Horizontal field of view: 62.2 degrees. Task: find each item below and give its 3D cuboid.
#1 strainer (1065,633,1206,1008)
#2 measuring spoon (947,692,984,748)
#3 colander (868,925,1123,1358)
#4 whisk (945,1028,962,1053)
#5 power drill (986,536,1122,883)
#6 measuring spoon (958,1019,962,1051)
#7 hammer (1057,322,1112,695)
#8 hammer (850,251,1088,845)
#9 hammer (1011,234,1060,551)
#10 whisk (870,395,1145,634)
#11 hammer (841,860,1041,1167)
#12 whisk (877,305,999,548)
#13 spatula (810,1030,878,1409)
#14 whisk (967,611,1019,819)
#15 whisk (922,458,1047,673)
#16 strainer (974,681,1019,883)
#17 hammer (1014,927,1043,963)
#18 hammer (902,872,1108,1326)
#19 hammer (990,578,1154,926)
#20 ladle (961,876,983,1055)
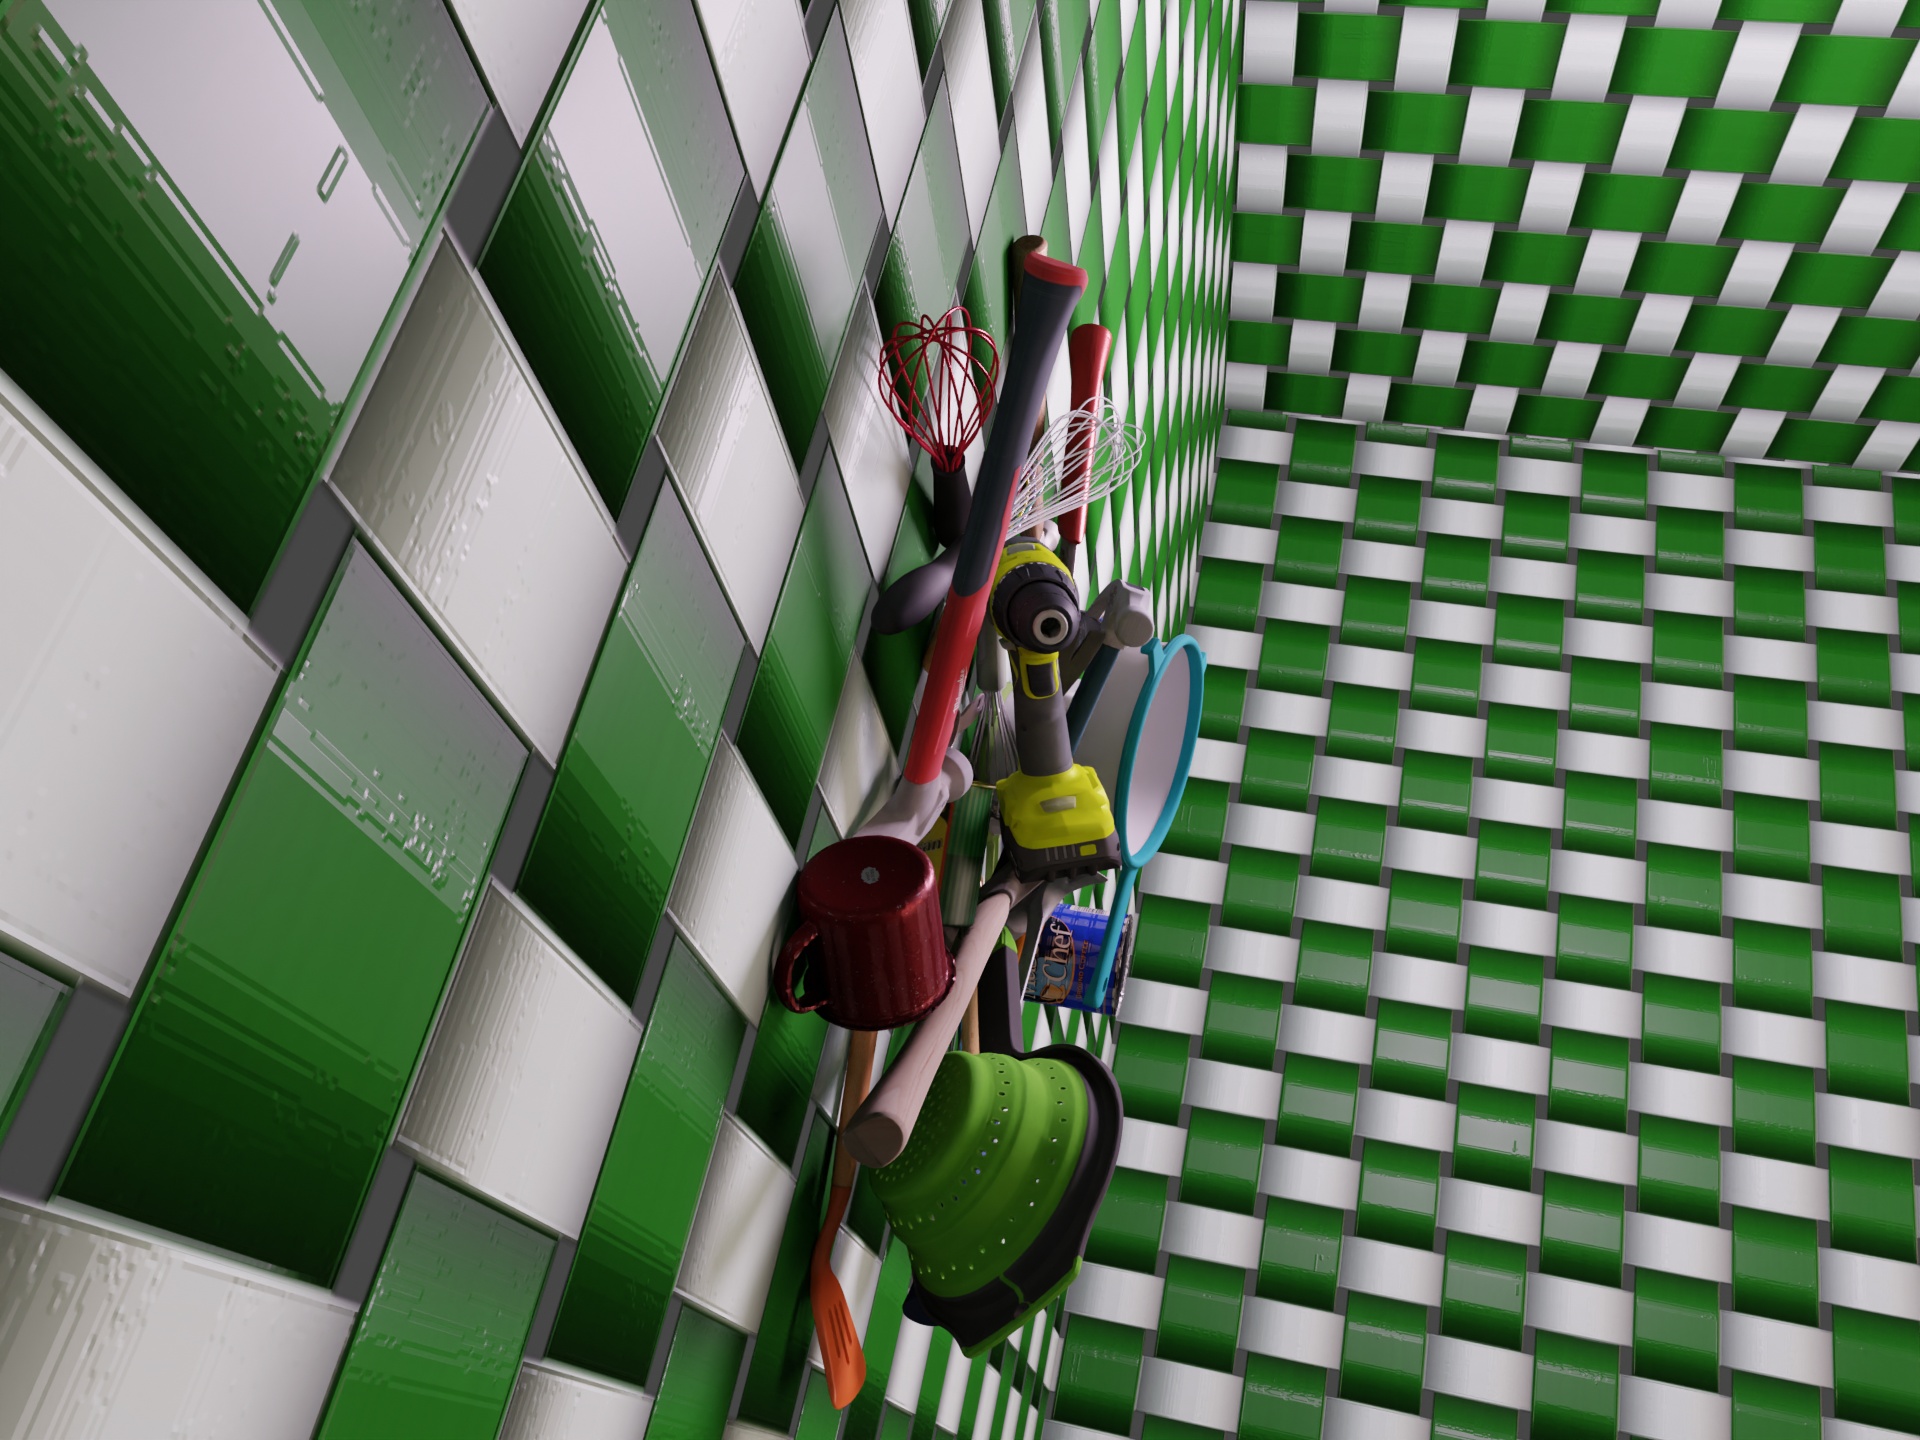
[{"bbox_3d":[0.125,0.081,1.416,0.211,0.095,0.340,4,100,-68],"label":"strainer"},{"bbox_3d":[-0.002,-0.004,1.257,0.124,0.018,0.034,-43,145,-70],"label":"measuring spoon"},{"bbox_3d":[0.004,0.251,1.132,0.204,0.094,0.397,-45,-160,20],"label":"colander"},{"bbox_3d":[-0.012,0.330,1.385,0.055,0.055,0.239,78,28,-59],"label":"whisk"},{"bbox_3d":[0.059,-0.007,1.116,0.191,0.080,0.228,-108,-170,-74],"label":"power drill"},{"bbox_3d":[-0.007,0.290,1.455,0.042,0.021,0.129,51,38,-64],"label":"measuring spoon"},{"bbox_3d":[0.097,-0.188,1.327,0.149,0.036,0.359,123,-22,-62],"label":"hammer"},{"bbox_3d":[0.003,-0.086,0.958,0.143,0.038,0.386,-43,152,-56],"label":"hammer"},{"bbox_3d":[0.059,-0.250,1.361,0.130,0.031,0.331,-70,163,-47],"label":"hammer"},{"bbox_3d":[0.032,-0.137,1.077,0.285,0.070,0.070,-42,145,-35],"label":"whisk"},{"bbox_3d":[0.000,0.184,1.110,0.146,0.038,0.411,-43,-177,18],"label":"hammer"},{"bbox_3d":[-0.010,-0.176,1.026,0.295,0.073,0.073,82,19,-72],"label":"whisk"},{"bbox_3d":[-0.069,0.296,1.091,0.081,0.041,0.323,36,61,-76],"label":"spatula"},{"bbox_3d":[0.026,-0.023,1.333,0.058,0.059,0.246,-133,-145,-56],"label":"whisk"},{"bbox_3d":[0.018,-0.125,1.227,0.047,0.051,0.245,92,15,-51],"label":"whisk"},{"bbox_3d":[0.057,0.093,1.484,0.151,0.069,0.256,-45,140,-71],"label":"strainer"},{"bbox_3d":[0.093,0.125,1.508,0.127,0.034,0.337,89,23,-70],"label":"hammer"},{"bbox_3d":[0.030,0.275,1.249,0.144,0.035,0.406,-43,-161,43],"label":"hammer"},{"bbox_3d":[0.079,0.035,1.300,0.128,0.033,0.331,-86,-163,-66],"label":"hammer"},{"bbox_3d":[0.010,0.266,1.360,0.069,0.031,0.316,79,10,-51],"label":"ladle"}]
